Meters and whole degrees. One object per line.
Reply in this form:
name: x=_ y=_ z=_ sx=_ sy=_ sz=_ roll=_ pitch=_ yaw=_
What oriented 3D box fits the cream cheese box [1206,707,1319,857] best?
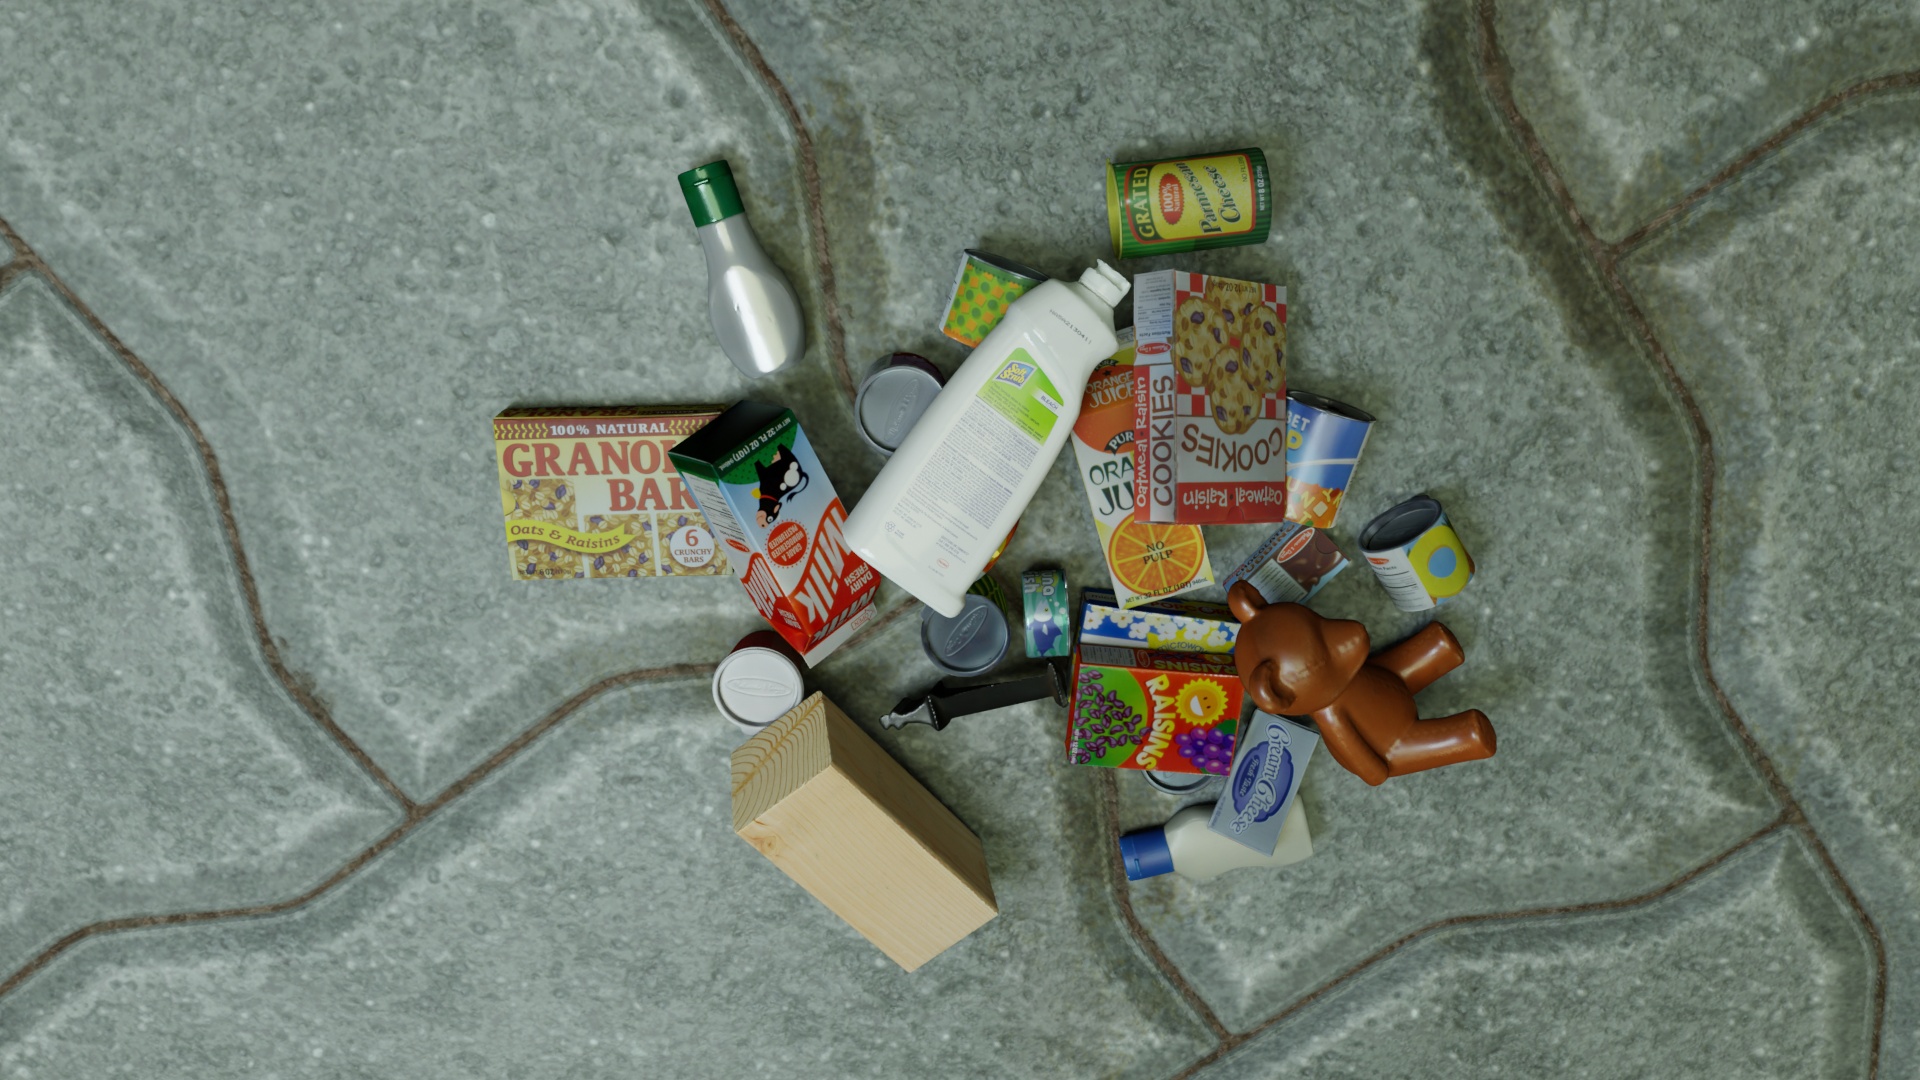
cream cheese box: x=0.235 y=0.187 z=1.080 sx=0.053 sy=0.024 sz=0.104 roll=23 pitch=83 yaw=9

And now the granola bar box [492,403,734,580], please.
granola bar box: x=-0.250 y=-0.036 z=1.019 sx=0.166 sy=0.039 sz=0.123 roll=-2 pitch=107 yaw=-1

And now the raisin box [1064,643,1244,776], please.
raisin box: x=0.144 y=0.127 z=1.036 sx=0.123 sy=0.040 sz=0.085 roll=5 pitch=108 yaw=-1

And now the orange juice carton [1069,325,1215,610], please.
orange juice carton: x=0.122 y=-0.055 z=1.001 sx=0.072 sy=0.073 sz=0.192 roll=-16 pitch=107 yaw=4

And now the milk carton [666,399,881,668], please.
milk carton: x=-0.123 y=-0.001 z=0.993 sx=0.072 sy=0.073 sz=0.189 roll=-39 pitch=120 yaw=-25

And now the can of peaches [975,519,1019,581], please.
can of peaches: x=0.004 y=-0.013 z=1.017 sx=0.058 sy=0.071 sz=0.071 roll=35 pitch=104 yaw=-11

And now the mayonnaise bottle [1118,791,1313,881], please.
mayonnaise bottle: x=0.203 y=0.239 z=1.113 sx=0.148 sy=0.041 sz=0.064 roll=-14 pitch=99 yaw=5

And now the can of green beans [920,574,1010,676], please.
can of green beans: x=0.004 y=0.061 z=1.044 sx=0.071 sy=0.058 sz=0.071 roll=0 pitch=108 yaw=-1

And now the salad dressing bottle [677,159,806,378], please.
salad dressing bottle: x=-0.154 y=-0.189 z=0.971 sx=0.064 sy=0.044 sz=0.147 roll=-17 pitch=106 yaw=6

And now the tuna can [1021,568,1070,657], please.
tuna can: x=0.063 y=0.053 z=1.037 sx=0.033 sy=0.071 sz=0.070 roll=-3 pitch=108 yaw=1

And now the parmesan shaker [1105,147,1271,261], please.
parmesan shaker: x=0.155 y=-0.233 z=0.950 sx=0.103 sy=0.071 sz=0.071 roll=-7 pitch=108 yaw=1

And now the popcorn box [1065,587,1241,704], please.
popcorn box: x=0.149 y=0.088 z=1.065 sx=0.127 sy=0.038 sz=0.085 roll=8 pitch=108 yaw=-3

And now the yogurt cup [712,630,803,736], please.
yogurt cup: x=-0.151 y=0.103 z=1.057 sx=0.072 sy=0.054 sz=0.072 roll=0 pitch=108 yaw=-1

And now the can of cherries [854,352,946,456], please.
can of cherries: x=-0.039 y=-0.096 z=0.994 sx=0.071 sy=0.058 sz=0.071 roll=0 pitch=107 yaw=-1

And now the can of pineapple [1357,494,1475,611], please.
can of pineapple: x=0.339 y=0.010 z=1.029 sx=0.071 sy=0.071 sz=0.057 roll=-32 pitch=106 yaw=9

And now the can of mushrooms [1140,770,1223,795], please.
can of mushrooms: x=0.173 y=0.165 z=1.093 sx=0.071 sy=0.033 sz=0.070 roll=0 pitch=107 yaw=-1

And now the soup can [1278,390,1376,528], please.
soup can: x=0.251 y=-0.060 z=1.005 sx=0.071 sy=0.071 sz=0.083 roll=15 pitch=107 yaw=-5

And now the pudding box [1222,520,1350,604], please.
pudding box: x=0.246 y=0.024 z=1.051 sx=0.049 sy=0.030 sz=0.083 roll=42 pitch=102 yaw=-12

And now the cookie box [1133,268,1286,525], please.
cookie box: x=0.173 y=-0.095 z=0.950 sx=0.123 sy=0.040 sz=0.167 roll=-2 pitch=93 yaw=-42

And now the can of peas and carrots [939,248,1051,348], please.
can of peas and carrots: x=0.027 y=-0.164 z=0.968 sx=0.071 sy=0.071 sz=0.058 roll=18 pitch=108 yaw=-6
